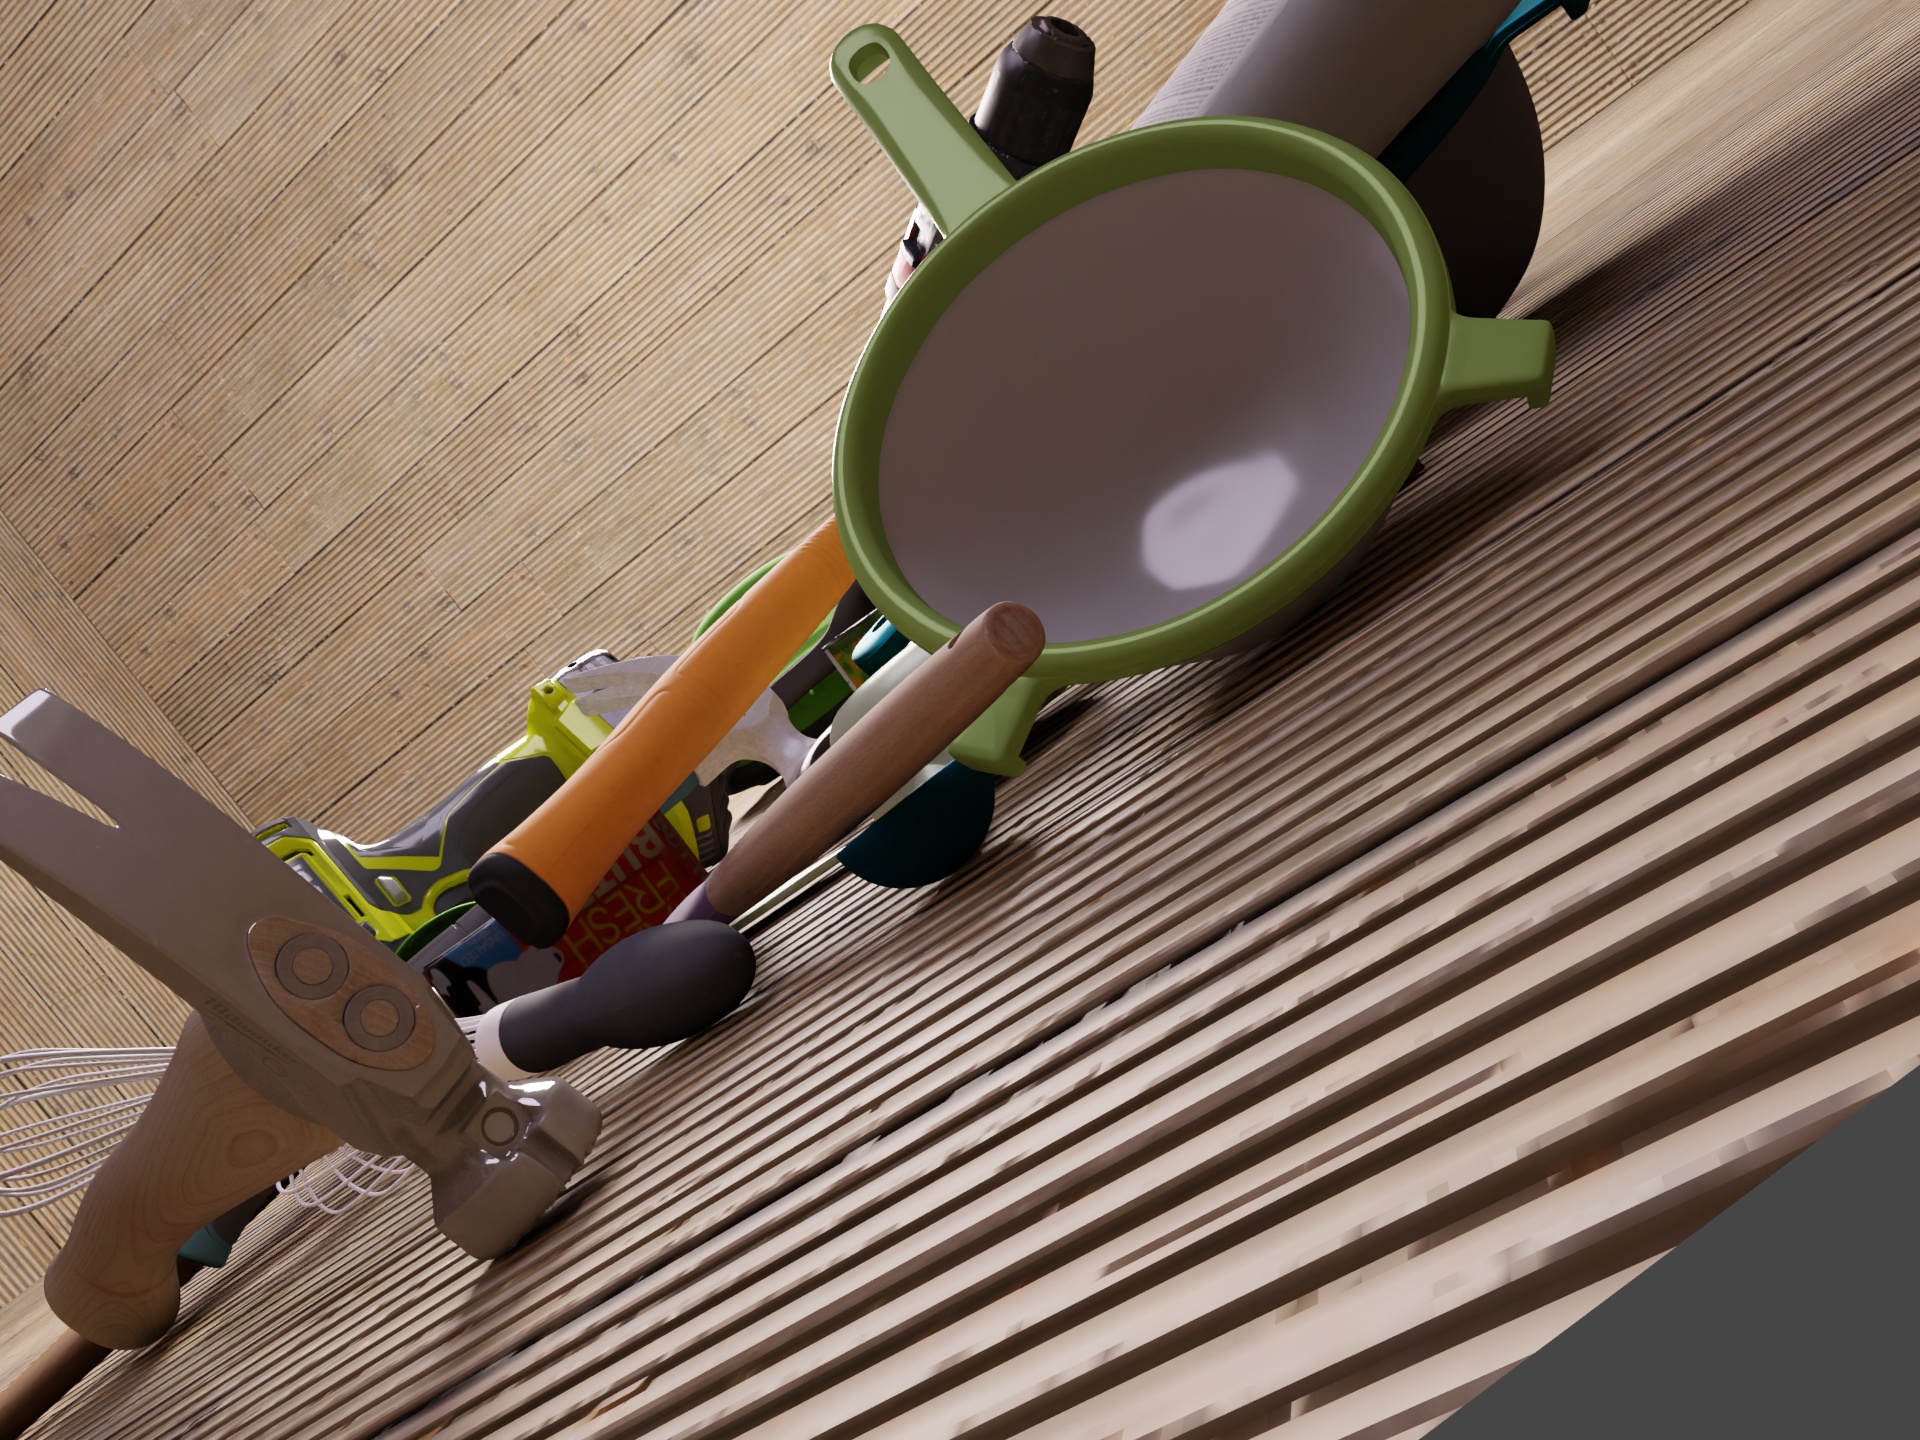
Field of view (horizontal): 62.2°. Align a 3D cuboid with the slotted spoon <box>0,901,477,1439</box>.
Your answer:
[{"bbox_3d":[-0.294,0.192,0.662,0.314,0.070,0.031,-46,26,-26],"label":"slotted spoon"}]

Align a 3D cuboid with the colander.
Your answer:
[{"bbox_3d":[-0.093,-0.074,0.987,0.204,0.094,0.397,-38,-7,-21],"label":"colander"}]

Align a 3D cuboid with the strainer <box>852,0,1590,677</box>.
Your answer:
[{"bbox_3d":[0.102,-0.122,0.615,0.340,0.095,0.211,-48,16,4],"label":"strainer"}]

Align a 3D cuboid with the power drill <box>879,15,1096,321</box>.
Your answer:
[{"bbox_3d":[0.081,-0.219,0.749,0.226,0.080,0.187,1,-44,-28],"label":"power drill"}]

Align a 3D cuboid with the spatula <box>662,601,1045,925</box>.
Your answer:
[{"bbox_3d":[-0.052,0.037,0.421,0.060,0.018,0.316,-57,8,-30],"label":"spatula"}]

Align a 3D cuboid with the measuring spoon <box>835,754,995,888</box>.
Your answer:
[{"bbox_3d":[-0.003,0.027,0.412,0.042,0.021,0.128,-39,-4,3],"label":"measuring spoon"}]

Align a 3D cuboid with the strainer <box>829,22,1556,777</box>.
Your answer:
[{"bbox_3d":[0.028,-0.102,0.419,0.151,0.257,0.069,-36,-38,10],"label":"strainer"}]

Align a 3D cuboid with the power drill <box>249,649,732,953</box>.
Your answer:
[{"bbox_3d":[-0.233,0.073,0.805,0.223,0.171,0.080,-36,-32,-27],"label":"power drill"}]

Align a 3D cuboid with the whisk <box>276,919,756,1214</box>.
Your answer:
[{"bbox_3d":[-0.148,0.102,0.483,0.284,0.070,0.070,-25,12,42],"label":"whisk"}]

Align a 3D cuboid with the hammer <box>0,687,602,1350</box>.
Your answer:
[{"bbox_3d":[-0.238,0.128,0.462,0.410,0.146,0.038,-38,14,48],"label":"hammer"}]

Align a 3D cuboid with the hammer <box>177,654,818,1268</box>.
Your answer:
[{"bbox_3d":[-0.202,0.096,0.669,0.331,0.128,0.033,-45,-24,-19],"label":"hammer"}]

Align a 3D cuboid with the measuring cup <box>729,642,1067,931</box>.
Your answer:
[{"bbox_3d":[-0.037,0.020,0.498,0.167,0.038,0.083,-38,-3,25],"label":"measuring cup"}]

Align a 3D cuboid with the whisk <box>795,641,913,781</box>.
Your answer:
[{"bbox_3d":[-0.007,-0.035,0.713,0.073,0.073,0.296,-34,12,32],"label":"whisk"}]

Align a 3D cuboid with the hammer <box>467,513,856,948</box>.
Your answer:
[{"bbox_3d":[-0.042,-0.054,0.534,0.127,0.034,0.337,-35,14,50],"label":"hammer"}]

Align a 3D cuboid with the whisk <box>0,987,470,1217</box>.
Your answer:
[{"bbox_3d":[-0.258,0.130,0.598,0.246,0.059,0.058,-13,11,-18],"label":"whisk"}]
